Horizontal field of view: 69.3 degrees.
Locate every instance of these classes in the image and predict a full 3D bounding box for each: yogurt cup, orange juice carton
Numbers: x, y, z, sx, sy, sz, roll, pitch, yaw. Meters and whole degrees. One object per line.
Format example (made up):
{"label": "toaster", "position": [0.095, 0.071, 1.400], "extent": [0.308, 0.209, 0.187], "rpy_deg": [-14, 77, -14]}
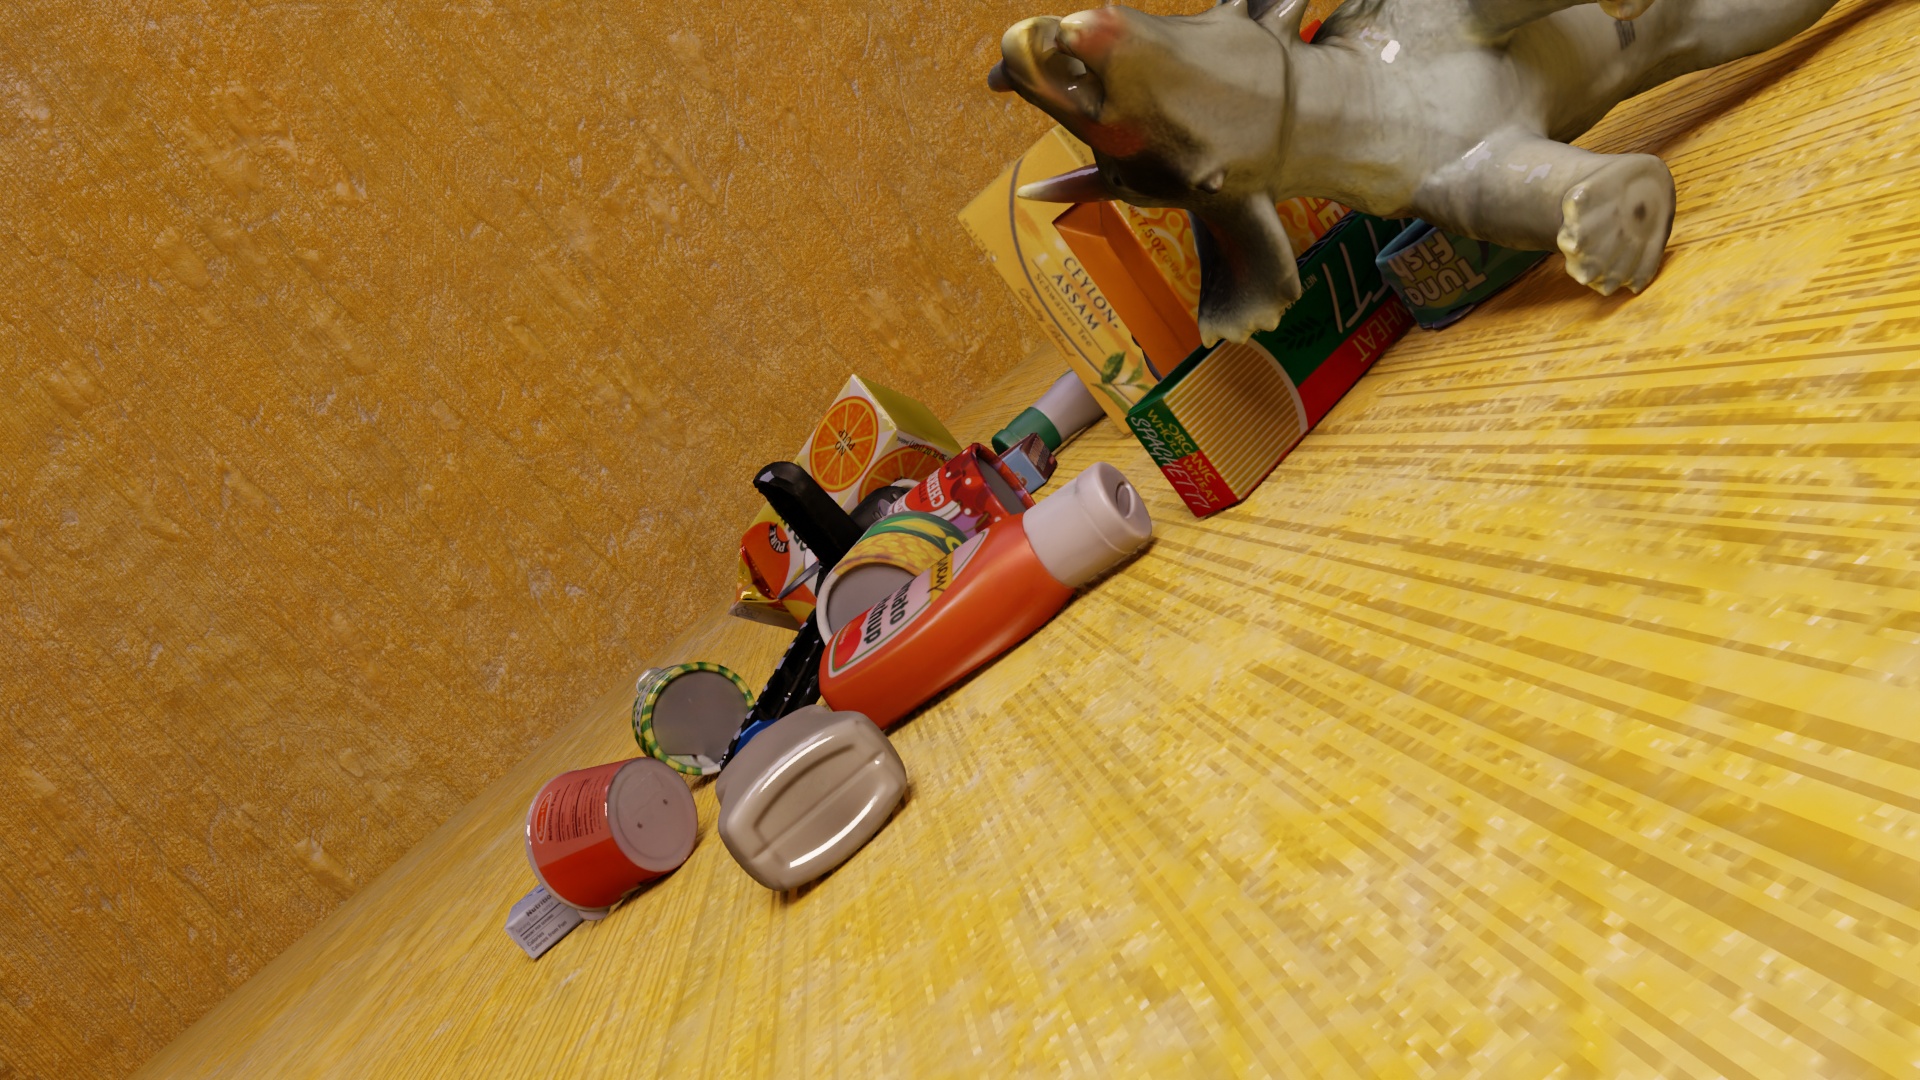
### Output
{"label": "yogurt cup", "position": [-0.162, 0.135, 0.655], "extent": [0.054, 0.072, 0.073], "rpy_deg": [-25, 13, 33]}
{"label": "orange juice carton", "position": [-0.087, -0.013, 0.982], "extent": [0.192, 0.072, 0.073], "rpy_deg": [-54, 47, 16]}

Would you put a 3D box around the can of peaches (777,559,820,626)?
{"label": "can of peaches", "position": [-0.067, 0.035, 0.839], "extent": [0.071, 0.058, 0.071], "rpy_deg": [-39, 6, 5]}

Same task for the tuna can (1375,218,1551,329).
{"label": "tuna can", "position": [0.194, -0.113, 0.532], "extent": [0.071, 0.033, 0.071], "rpy_deg": [-38, 6, 5]}

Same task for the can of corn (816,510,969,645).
{"label": "can of corn", "position": [-0.025, 0.026, 0.649], "extent": [0.071, 0.071, 0.058], "rpy_deg": [-36, 8, 24]}

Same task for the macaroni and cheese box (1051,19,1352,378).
{"label": "macaroni and cheese box", "position": [0.136, -0.135, 0.605], "extent": [0.167, 0.123, 0.040], "rpy_deg": [-42, 10, -29]}

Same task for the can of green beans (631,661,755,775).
{"label": "can of green beans", "position": [-0.158, 0.105, 0.820], "extent": [0.071, 0.071, 0.057], "rpy_deg": [-41, 7, -19]}

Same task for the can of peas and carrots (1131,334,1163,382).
{"label": "can of peas and carrots", "position": [0.128, -0.110, 0.709], "extent": [0.070, 0.071, 0.059], "rpy_deg": [-35, 7, 30]}

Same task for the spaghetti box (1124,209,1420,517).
{"label": "spaghetti box", "position": [0.162, -0.103, 0.570], "extent": [0.251, 0.050, 0.028], "rpy_deg": [-42, 9, -28]}

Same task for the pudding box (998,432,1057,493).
{"label": "pudding box", "position": [0.023, -0.035, 0.950], "extent": [0.083, 0.030, 0.050], "rpy_deg": [-36, 6, 21]}

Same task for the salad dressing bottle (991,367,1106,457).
{"label": "salad dressing bottle", "position": [0.088, -0.106, 1.017], "extent": [0.148, 0.044, 0.064], "rpy_deg": [-41, 5, -14]}

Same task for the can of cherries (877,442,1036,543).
{"label": "can of cherries", "position": [0.003, -0.009, 0.701], "extent": [0.058, 0.071, 0.072], "rpy_deg": [-36, 7, 17]}

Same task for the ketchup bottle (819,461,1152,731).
{"label": "ketchup bottle", "position": [0.009, 0.023, 0.567], "extent": [0.148, 0.043, 0.065], "rpy_deg": [-35, 16, 25]}

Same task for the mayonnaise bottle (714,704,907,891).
{"label": "mayonnaise bottle", "position": [-0.062, 0.090, 0.521], "extent": [0.065, 0.041, 0.148], "rpy_deg": [-38, 5, -12]}

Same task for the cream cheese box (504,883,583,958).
{"label": "cream cheese box", "position": [-0.187, 0.170, 0.723], "extent": [0.104, 0.024, 0.053], "rpy_deg": [-40, 8, -12]}

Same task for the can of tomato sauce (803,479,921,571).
{"label": "can of tomato sauce", "position": [-0.049, 0.007, 0.899], "extent": [0.082, 0.071, 0.071], "rpy_deg": [-33, 8, 34]}
